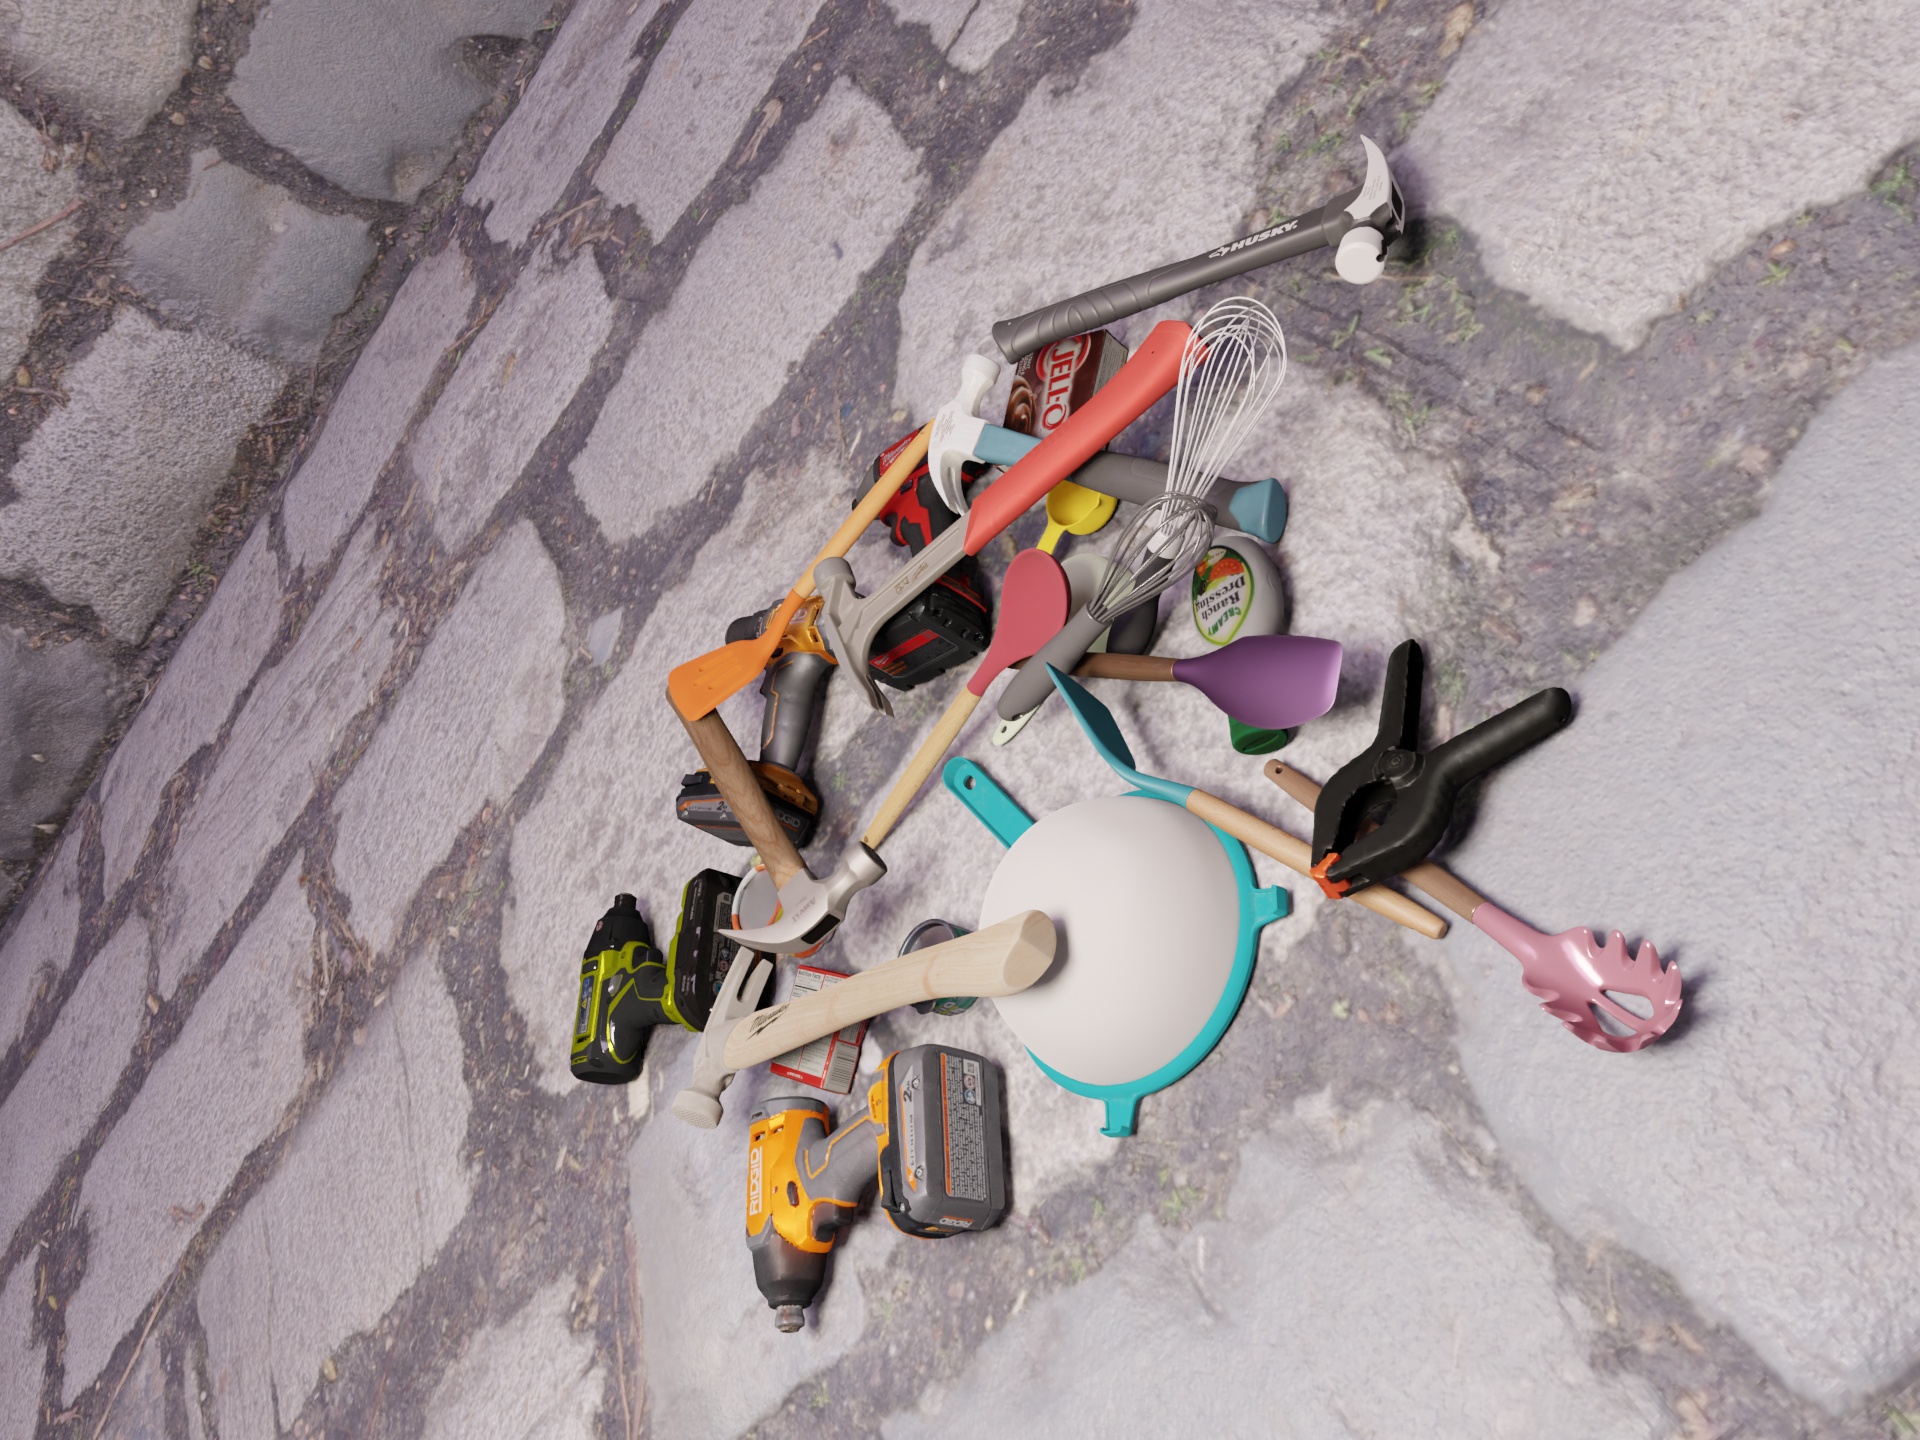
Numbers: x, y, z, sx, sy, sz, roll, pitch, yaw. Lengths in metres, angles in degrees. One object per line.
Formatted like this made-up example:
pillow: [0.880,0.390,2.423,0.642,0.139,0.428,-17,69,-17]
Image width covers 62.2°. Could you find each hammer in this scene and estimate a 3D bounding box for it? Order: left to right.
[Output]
hammer: [-0.173,0.062,1.269,0.130,0.031,0.332,-45,44,6]
hammer: [-0.072,0.187,1.113,0.410,0.038,0.146,-28,34,47]
hammer: [0.039,-0.158,1.173,0.359,0.036,0.149,-38,54,20]
hammer: [0.101,-0.188,1.183,0.331,0.033,0.128,23,88,40]
hammer: [0.163,-0.328,1.165,0.335,0.035,0.146,-11,42,37]

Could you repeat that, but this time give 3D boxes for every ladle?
ladle: [-0.002,-0.004,1.198,0.069,0.031,0.315,55,128,29]

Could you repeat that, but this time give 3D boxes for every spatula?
spatula: [-0.126,-0.128,1.327,0.322,0.041,0.081,-49,39,11]
spatula: [0.129,-0.033,1.068,0.316,0.018,0.060,8,86,53]
spatula: [0.170,0.050,0.994,0.318,0.082,0.044,30,88,40]

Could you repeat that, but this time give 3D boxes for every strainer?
strainer: [0.051,0.103,1.080,0.211,0.095,0.341,-57,41,10]

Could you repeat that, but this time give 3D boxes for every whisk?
whisk: [0.091,-0.071,1.074,0.239,0.055,0.055,-48,40,40]
whisk: [0.151,-0.148,1.071,0.070,0.070,0.284,59,141,46]

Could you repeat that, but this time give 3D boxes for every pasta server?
pasta server: [0.270,0.090,0.889,0.060,0.040,0.316,-43,38,-5]

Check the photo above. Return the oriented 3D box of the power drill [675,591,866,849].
power drill: [-0.173,-0.006,1.403,0.185,0.084,0.226,-1,65,48]

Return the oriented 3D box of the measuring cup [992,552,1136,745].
measuring cup: [0.065,-0.052,1.191,0.167,0.038,0.083,-53,40,12]

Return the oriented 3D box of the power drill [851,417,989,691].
power drill: [-0.042,-0.144,1.334,0.143,0.078,0.220,-26,50,37]

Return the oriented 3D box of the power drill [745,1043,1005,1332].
power drill: [-0.071,0.328,1.112,0.226,0.084,0.164,-32,49,40]

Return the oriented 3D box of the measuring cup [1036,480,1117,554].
measuring cup: [0.074,-0.127,1.234,0.062,0.029,0.156,36,103,48]

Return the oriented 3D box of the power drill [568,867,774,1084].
power drill: [-0.258,0.213,1.384,0.223,0.080,0.171,-25,54,42]
